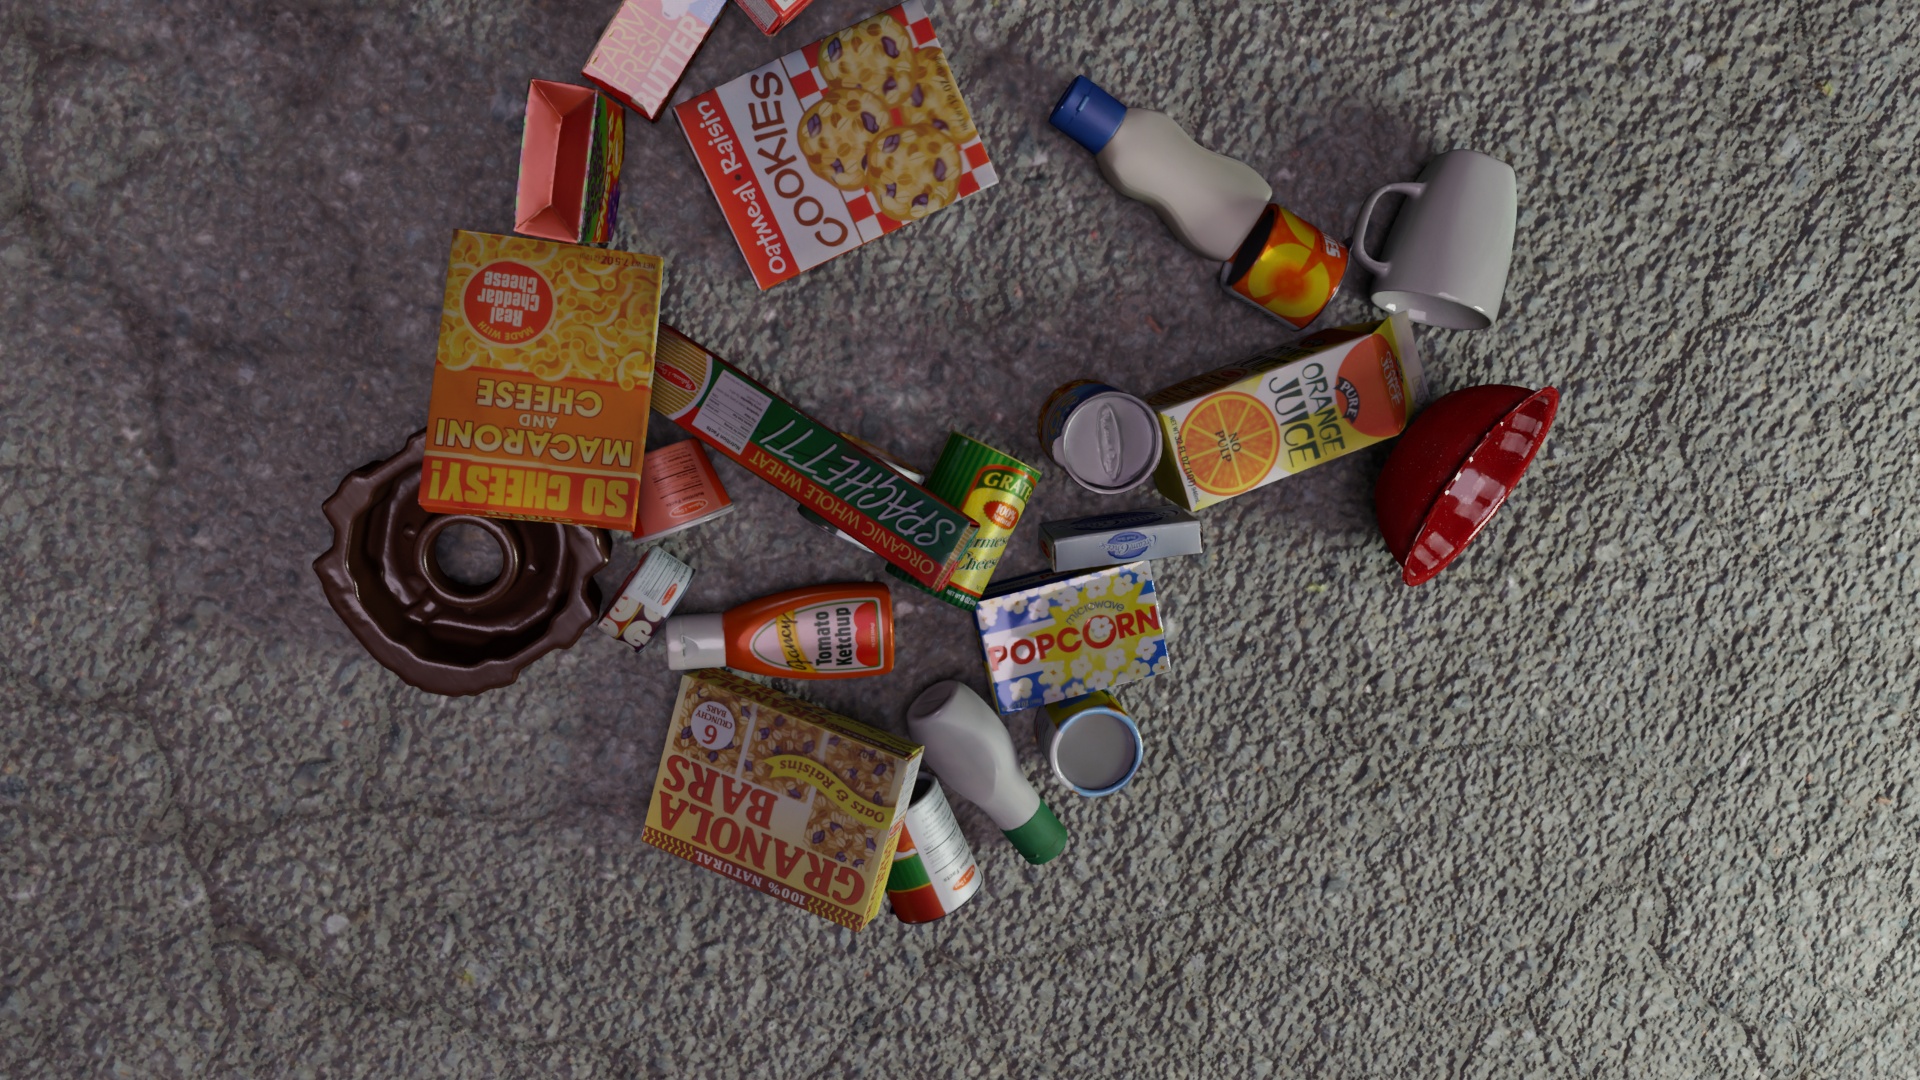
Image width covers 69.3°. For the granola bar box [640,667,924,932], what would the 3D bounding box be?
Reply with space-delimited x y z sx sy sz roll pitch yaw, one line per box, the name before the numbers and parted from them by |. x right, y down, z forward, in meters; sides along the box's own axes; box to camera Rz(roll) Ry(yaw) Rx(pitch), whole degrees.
granola bar box | -0.119 0.169 0.921 0.166 0.039 0.124 19 100 15

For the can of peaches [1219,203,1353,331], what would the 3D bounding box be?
can of peaches | 0.214 -0.182 0.915 0.058 0.071 0.071 26 97 -12

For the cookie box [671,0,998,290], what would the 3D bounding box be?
cookie box | -0.078 -0.247 0.874 0.167 0.040 0.122 -25 104 -3

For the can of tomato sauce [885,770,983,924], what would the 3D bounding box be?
can of tomato sauce | -0.032 0.212 0.964 0.071 0.071 0.083 -24 104 -2

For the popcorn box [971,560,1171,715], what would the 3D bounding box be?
popcorn box | 0.075 0.062 0.961 0.127 0.038 0.085 -14 102 -5

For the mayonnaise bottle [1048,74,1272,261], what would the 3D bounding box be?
mayonnaise bottle | 0.127 -0.245 0.903 0.148 0.041 0.064 32 94 -12

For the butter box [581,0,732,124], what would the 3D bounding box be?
butter box | -0.184 -0.314 0.852 0.053 0.024 0.103 32 95 -13

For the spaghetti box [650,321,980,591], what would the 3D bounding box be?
spaghetti box | -0.102 -0.054 0.866 0.250 0.029 0.050 33 96 11

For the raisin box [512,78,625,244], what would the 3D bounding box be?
raisin box | -0.226 -0.219 0.815 0.040 0.123 0.086 8 101 -8

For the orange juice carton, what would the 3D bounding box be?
orange juice carton | 0.221 -0.090 0.932 0.193 0.073 0.071 -20 104 -4

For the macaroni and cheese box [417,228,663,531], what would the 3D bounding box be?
macaroni and cheese box | -0.249 -0.094 0.834 0.124 0.040 0.166 6 80 -12

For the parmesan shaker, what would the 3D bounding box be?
parmesan shaker | 0.003 -0.011 0.916 0.071 0.071 0.103 25 91 -12

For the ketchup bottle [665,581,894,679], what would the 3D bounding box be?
ketchup bottle | -0.120 0.063 0.927 0.149 0.043 0.064 -4 101 -10

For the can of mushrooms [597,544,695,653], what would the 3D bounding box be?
can of mushrooms | -0.205 0.039 0.903 0.033 0.071 0.071 35 95 -14

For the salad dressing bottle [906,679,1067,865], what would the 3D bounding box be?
salad dressing bottle | 0.021 0.164 0.968 0.064 0.044 0.147 -20 116 37

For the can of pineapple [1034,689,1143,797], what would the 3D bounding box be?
can of pineapple | 0.091 0.138 0.969 0.071 0.058 0.071 -2 102 -8

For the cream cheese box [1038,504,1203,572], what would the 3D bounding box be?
cream cheese box | 0.108 -0.002 0.944 0.104 0.053 0.024 -7 105 -7

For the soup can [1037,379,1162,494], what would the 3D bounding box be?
soup can | 0.087 -0.069 0.911 0.071 0.084 0.071 -2 102 -8

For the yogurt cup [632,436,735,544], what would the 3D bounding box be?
yogurt cup | -0.186 -0.033 0.892 0.072 0.072 0.054 -20 96 -4

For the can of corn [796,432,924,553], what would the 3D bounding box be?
can of corn | -0.066 -0.032 0.909 0.071 0.071 0.058 26 97 -13
